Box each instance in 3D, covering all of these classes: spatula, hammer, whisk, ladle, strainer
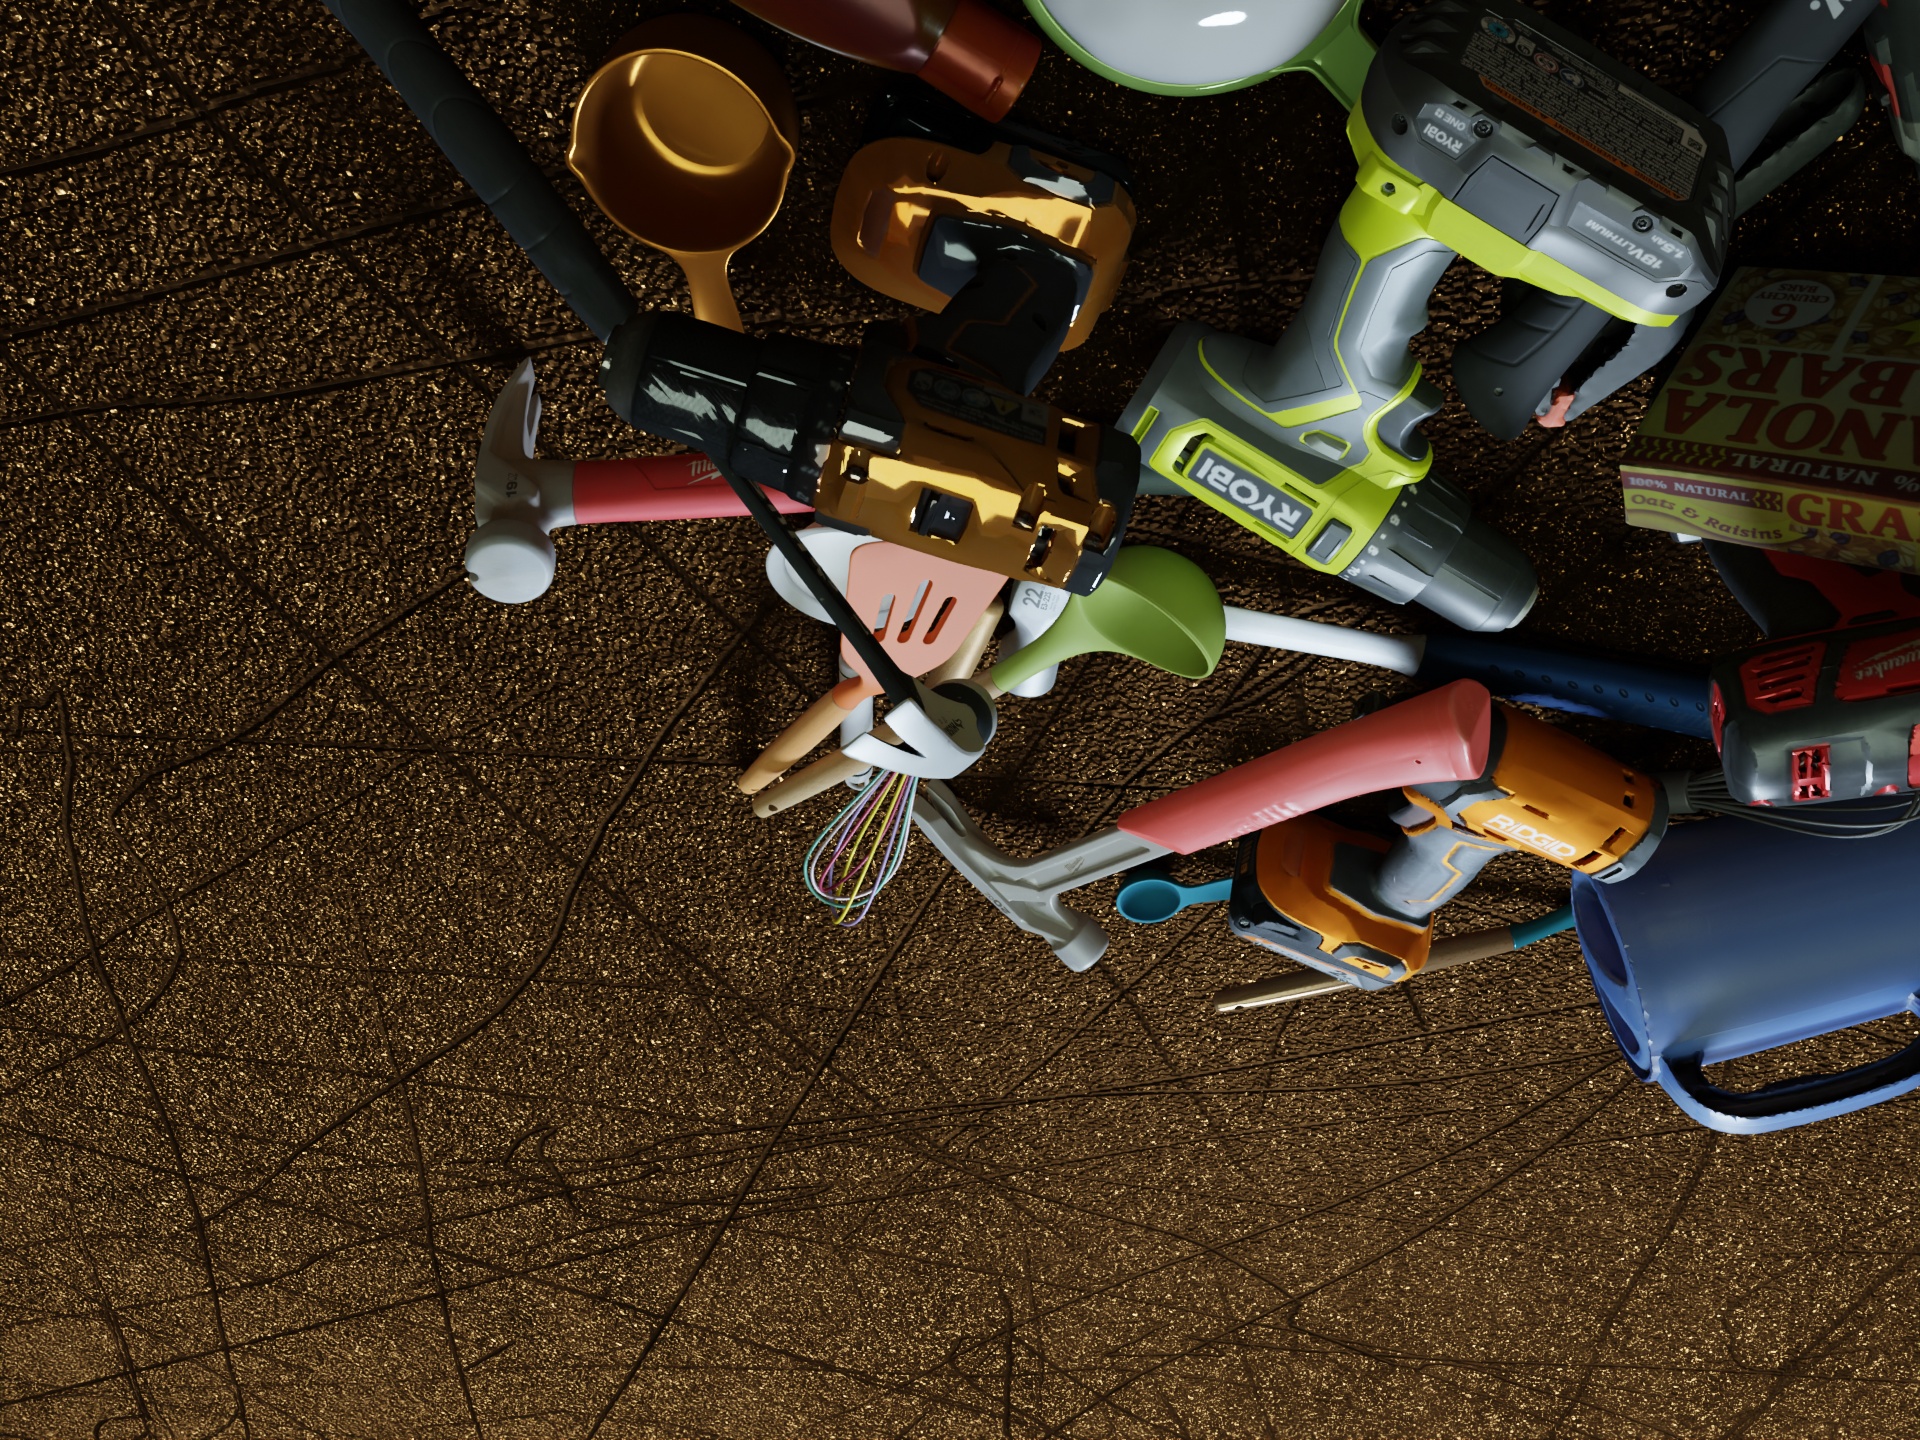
[{"bbox_3d":[-0.068,-0.014,0.837,0.081,0.041,0.322,0,163,-24],"label":"spatula"},{"bbox_3d":[0.120,0.044,0.836,0.149,0.037,0.359,46,142,-12],"label":"hammer"},{"bbox_3d":[0.227,-0.039,0.818,0.405,0.035,0.144,10,137,-1],"label":"hammer"},{"bbox_3d":[-0.125,-0.141,0.626,0.036,0.149,0.409,-38,90,10],"label":"hammer"},{"bbox_3d":[0.282,-0.220,0.551,0.146,0.035,0.334,32,140,1],"label":"hammer"},{"bbox_3d":[0.380,0.040,0.829,0.239,0.055,0.055,-8,137,45],"label":"whisk"},{"bbox_3d":[-0.001,-0.003,0.825,0.320,0.062,0.078,-28,122,34],"label":"ladle"},{"bbox_3d":[-0.033,0.024,0.905,0.051,0.047,0.244,35,123,12],"label":"whisk"},{"bbox_3d":[-0.058,-0.039,0.864,0.087,0.050,0.258,7,142,2],"label":"strainer"},{"bbox_3d":[0.312,0.146,0.966,0.317,0.044,0.082,-14,137,5],"label":"spatula"},{"bbox_3d":[0.123,-0.255,0.586,0.256,0.069,0.151,36,130,-24],"label":"strainer"},{"bbox_3d":[-0.027,-0.125,0.744,0.386,0.143,0.038,-3,137,-3],"label":"hammer"}]

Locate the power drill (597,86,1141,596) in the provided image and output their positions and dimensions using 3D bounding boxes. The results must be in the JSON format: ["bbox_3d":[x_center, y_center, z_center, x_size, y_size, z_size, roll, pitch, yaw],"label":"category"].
[{"bbox_3d":[-0.022,-0.153,0.602,0.185,0.226,0.084,16,136,-7],"label":"power drill"}]

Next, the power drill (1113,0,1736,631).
[{"bbox_3d":[0.184,-0.138,0.616,0.190,0.080,0.228,31,144,0],"label":"power drill"}]

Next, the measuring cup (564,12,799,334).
[{"bbox_3d":[-0.105,-0.214,0.682,0.095,0.052,0.173,1,138,9],"label":"measuring cup"}]

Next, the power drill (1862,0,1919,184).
[{"bbox_3d":[0.439,-0.249,0.539,0.227,0.080,0.187,-17,130,29],"label":"power drill"}]

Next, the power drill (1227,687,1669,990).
[{"bbox_3d":[0.237,0.060,0.858,0.164,0.084,0.226,24,147,-12],"label":"power drill"}]

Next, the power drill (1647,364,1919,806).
[{"bbox_3d":[0.362,-0.064,0.635,0.143,0.220,0.078,-11,133,20],"label":"power drill"}]

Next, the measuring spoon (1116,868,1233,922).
[{"bbox_3d":[0.160,0.099,0.991,0.128,0.021,0.042,-10,133,6],"label":"measuring spoon"}]
